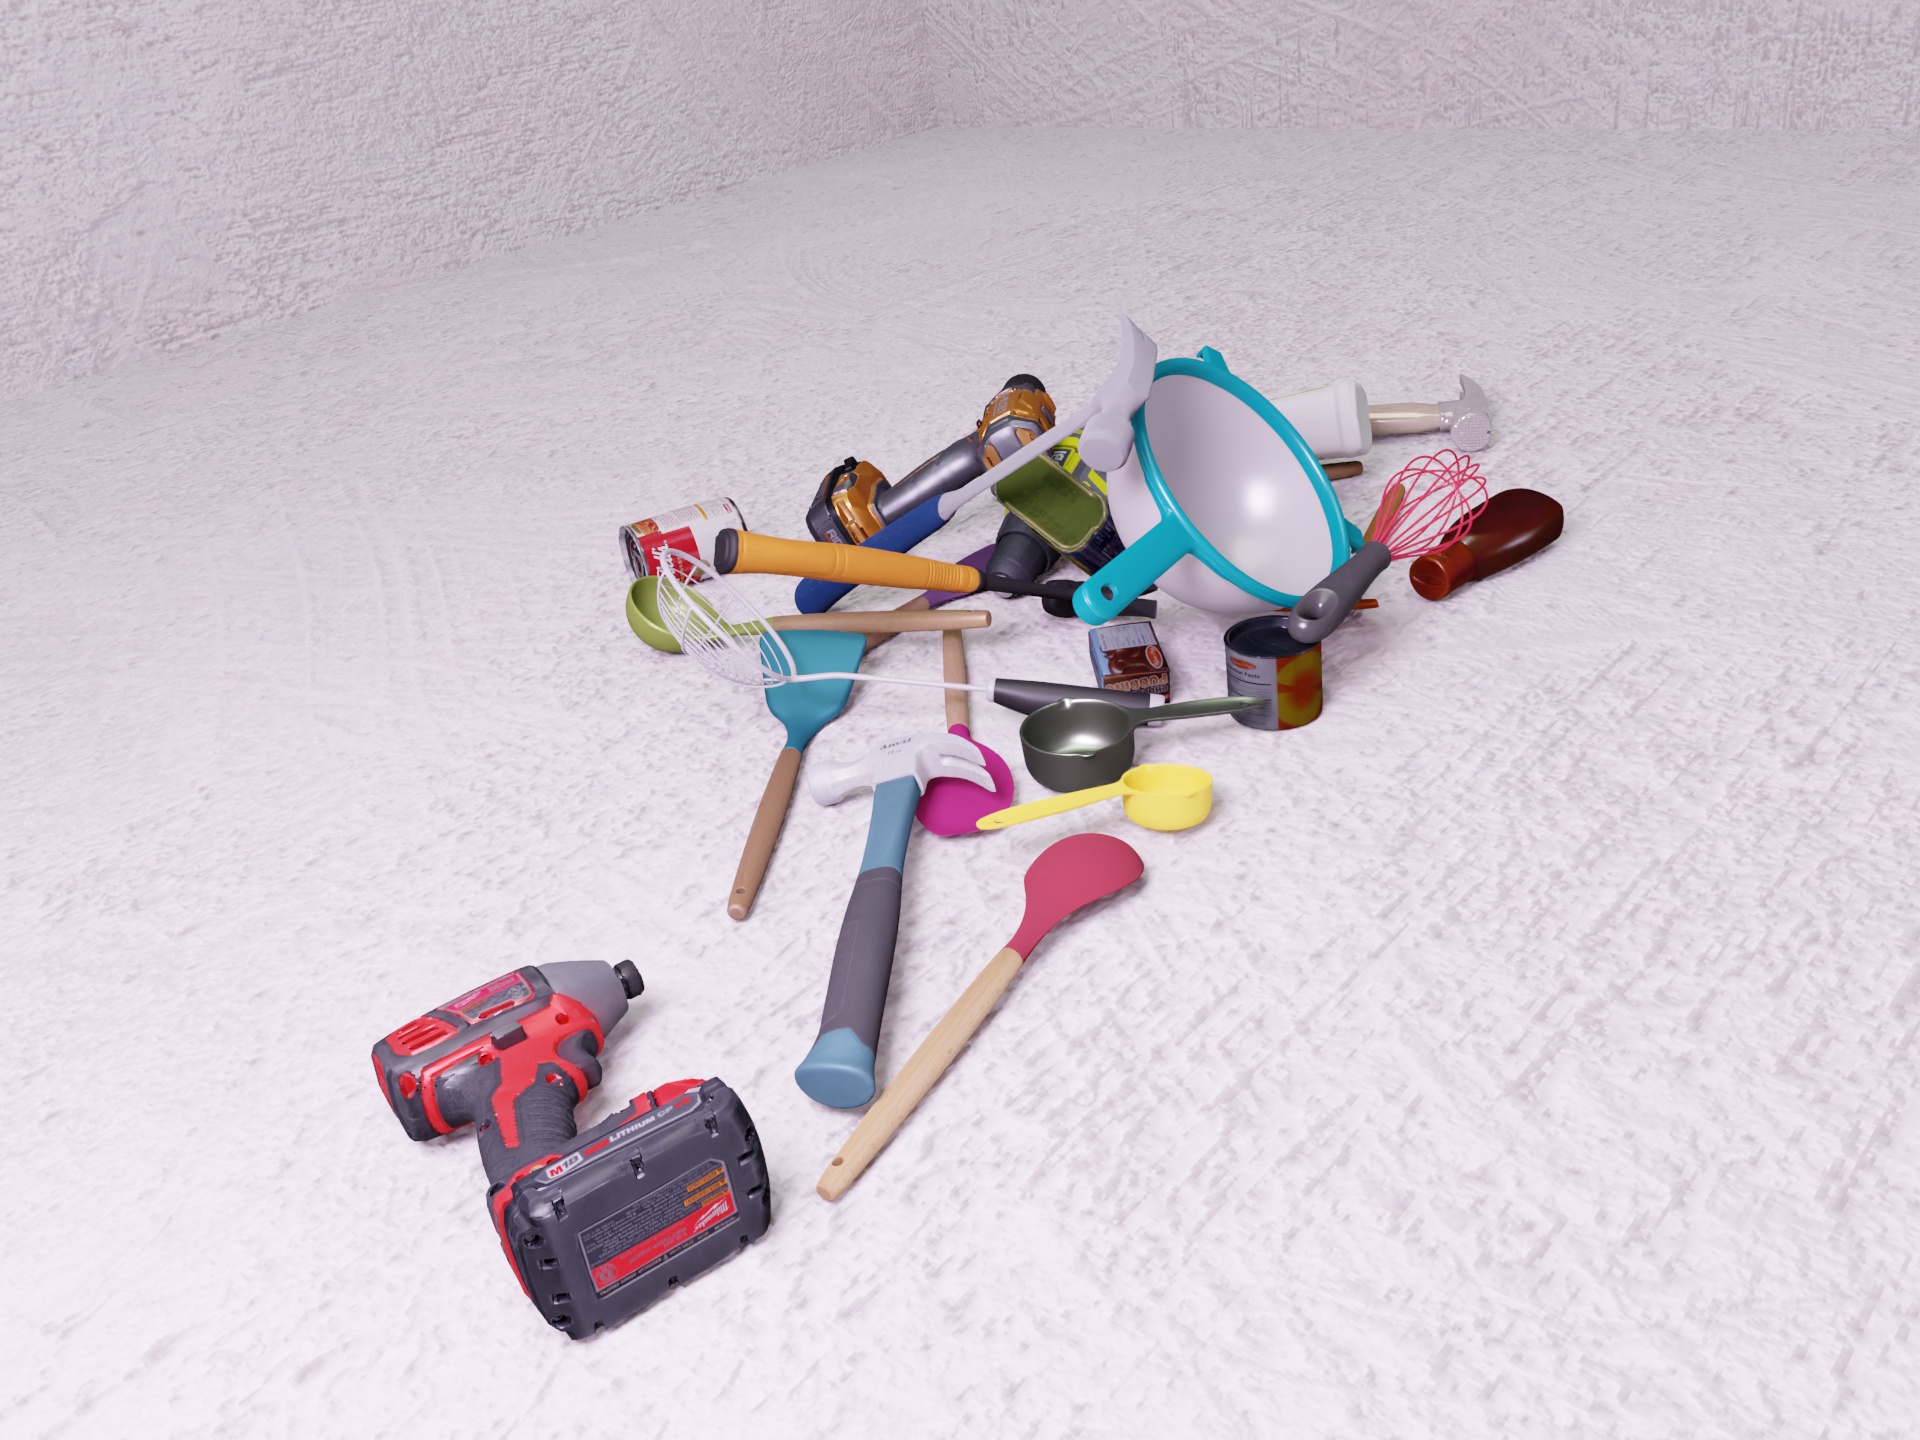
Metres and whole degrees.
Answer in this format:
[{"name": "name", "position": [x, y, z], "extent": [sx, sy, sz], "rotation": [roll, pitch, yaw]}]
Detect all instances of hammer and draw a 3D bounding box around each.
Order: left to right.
[{"name": "hammer", "position": [-0.050, 0.102, 0.924], "extent": [0.128, 0.033, 0.331], "rotation": [-16, 27, 14]}, {"name": "hammer", "position": [-0.017, -0.104, 1.150], "extent": [0.336, 0.034, 0.127], "rotation": [4, 0, -33]}, {"name": "hammer", "position": [-0.001, -0.170, 1.205], "extent": [0.405, 0.035, 0.144], "rotation": [-26, 34, 47]}, {"name": "hammer", "position": [0.308, -0.296, 1.584], "extent": [0.410, 0.038, 0.146], "rotation": [-1, 27, 13]}]

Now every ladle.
[{"name": "ladle", "position": [-0.126, -0.088, 1.262], "extent": [0.320, 0.062, 0.078], "rotation": [0, 22, 25]}, {"name": "ladle", "position": [0.014, 0.145, 0.859], "extent": [0.069, 0.031, 0.315], "rotation": [4, 31, 33]}]

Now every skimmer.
[{"name": "skimmer", "position": [-0.035, -0.057, 1.117], "extent": [0.363, 0.090, 0.127], "rotation": [7, 9, 5]}]

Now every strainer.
[{"name": "strainer", "position": [0.146, -0.126, 1.120], "extent": [0.095, 0.211, 0.340], "rotation": [-37, 2, 43]}]

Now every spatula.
[{"name": "spatula", "position": [-0.123, 0.029, 1.089], "extent": [0.082, 0.044, 0.318], "rotation": [2, 30, 4]}, {"name": "spatula", "position": [-0.045, -0.085, 1.306], "extent": [0.060, 0.018, 0.316], "rotation": [20, 38, 34]}, {"name": "spatula", "position": [0.325, -0.139, 1.283], "extent": [0.081, 0.041, 0.323], "rotation": [-2, 27, 27]}]

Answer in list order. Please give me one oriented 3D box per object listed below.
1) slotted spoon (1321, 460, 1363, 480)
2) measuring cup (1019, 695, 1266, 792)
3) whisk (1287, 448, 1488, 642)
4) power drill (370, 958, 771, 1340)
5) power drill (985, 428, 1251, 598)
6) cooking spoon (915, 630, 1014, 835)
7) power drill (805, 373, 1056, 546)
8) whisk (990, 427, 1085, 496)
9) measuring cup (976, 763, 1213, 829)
[{"name": "slotted spoon", "position": [0.217, -0.211, 1.461], "extent": [0.313, 0.031, 0.070], "rotation": [-9, 26, -5]}, {"name": "measuring cup", "position": [0.123, 0.012, 1.063], "extent": [0.167, 0.038, 0.083], "rotation": [-8, 28, -5]}, {"name": "whisk", "position": [0.309, -0.127, 1.149], "extent": [0.073, 0.073, 0.296], "rotation": [13, 36, 34]}, {"name": "power drill", "position": [-0.189, 0.189, 0.783], "extent": [0.143, 0.078, 0.220], "rotation": [-24, 29, -28]}, {"name": "power drill", "position": [0.143, -0.167, 1.333], "extent": [0.228, 0.080, 0.191], "rotation": [7, 47, 28]}, {"name": "cooking spoon", "position": [-0.002, -0.004, 1.144], "extent": [0.069, 0.017, 0.319], "rotation": [-9, 29, 3]}, {"name": "power drill", "position": [-0.016, -0.229, 1.418], "extent": [0.226, 0.084, 0.185], "rotation": [-26, 23, 19]}, {"name": "whisk", "position": [0.133, -0.280, 1.547], "extent": [0.239, 0.055, 0.055], "rotation": [-31, 32, -5]}, {"name": "measuring cup", "position": [0.083, 0.058, 0.979], "extent": [0.156, 0.029, 0.062], "rotation": [-12, 20, -18]}]
